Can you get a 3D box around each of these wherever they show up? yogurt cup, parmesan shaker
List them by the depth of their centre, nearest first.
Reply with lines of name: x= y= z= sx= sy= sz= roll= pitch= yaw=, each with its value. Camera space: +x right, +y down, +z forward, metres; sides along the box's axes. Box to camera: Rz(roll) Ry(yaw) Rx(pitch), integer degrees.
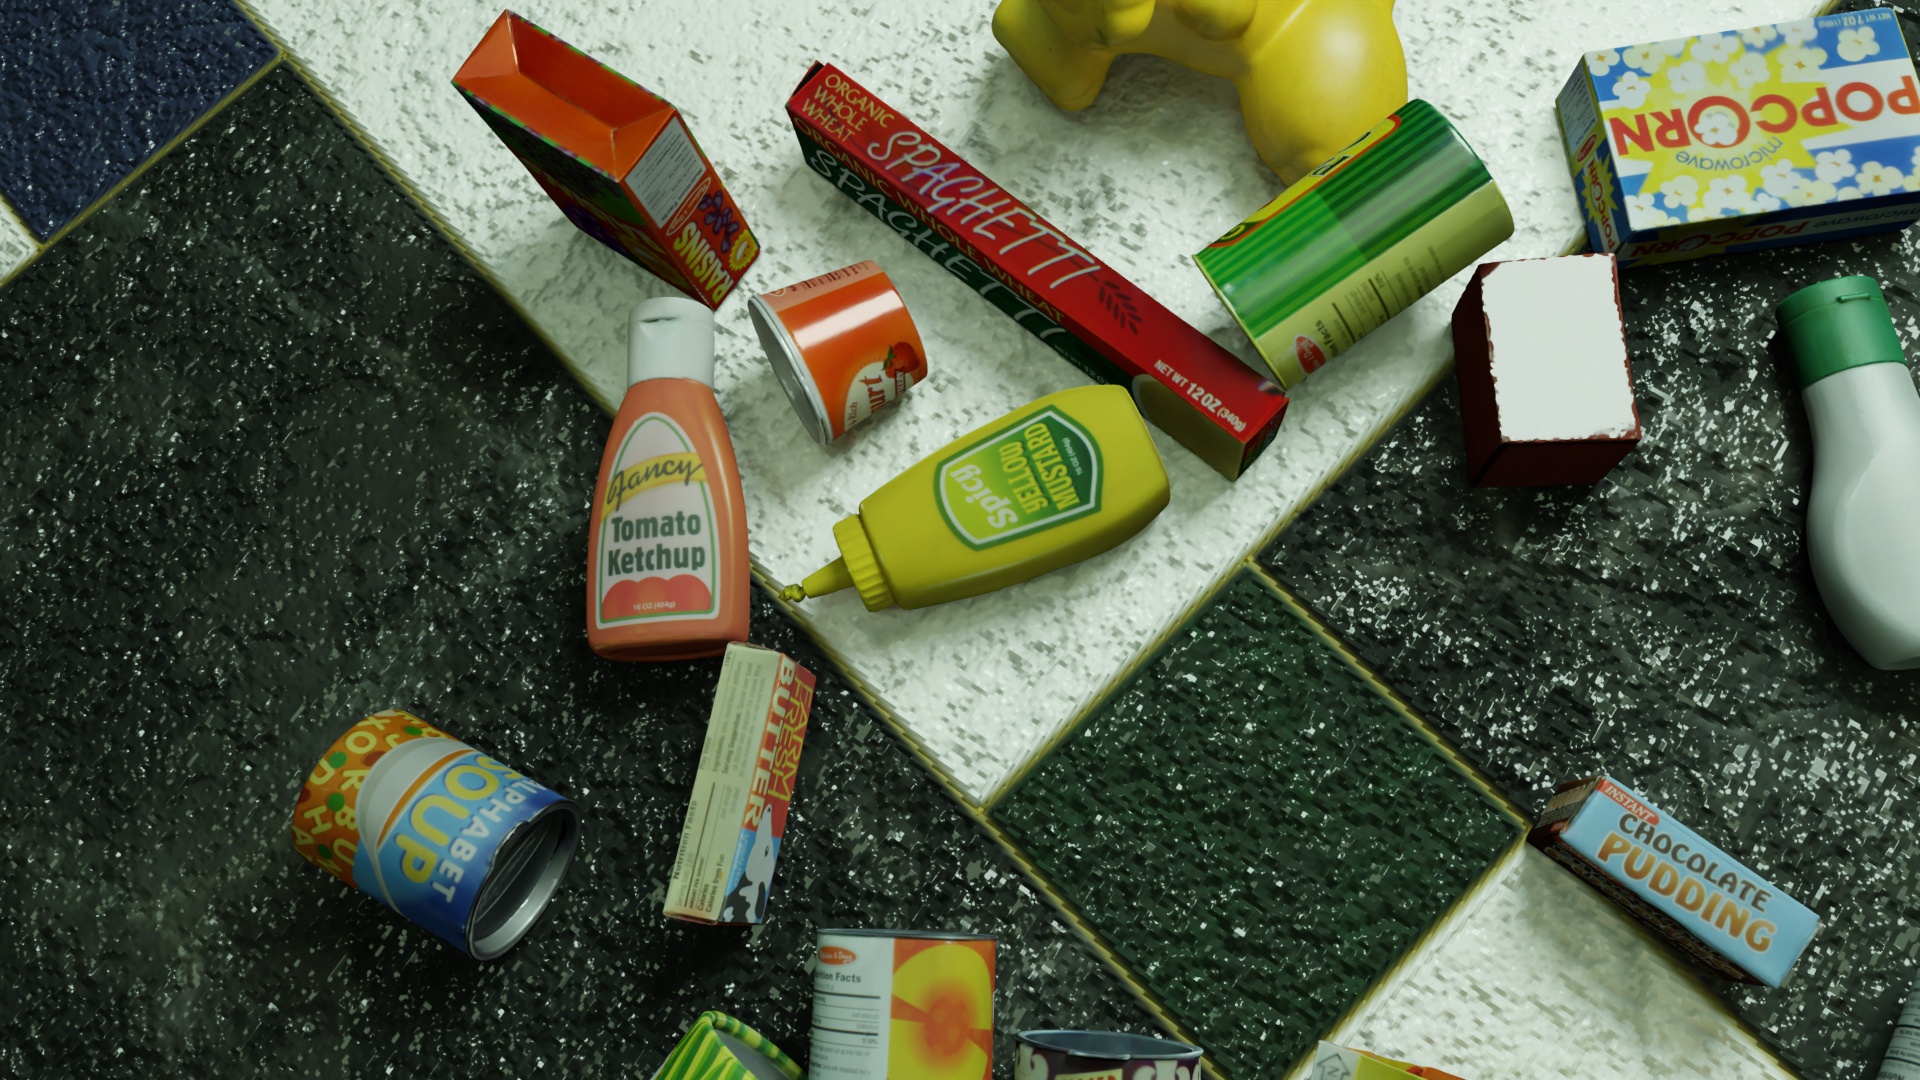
parmesan shaker: x=0.152 y=-0.114 z=0.543 sx=0.103 sy=0.071 sz=0.071 roll=-35 pitch=73 yaw=13
yogurt cup: x=-0.049 y=-0.080 z=0.574 sx=0.054 sy=0.072 sz=0.072 roll=-28 pitch=73 yaw=-10

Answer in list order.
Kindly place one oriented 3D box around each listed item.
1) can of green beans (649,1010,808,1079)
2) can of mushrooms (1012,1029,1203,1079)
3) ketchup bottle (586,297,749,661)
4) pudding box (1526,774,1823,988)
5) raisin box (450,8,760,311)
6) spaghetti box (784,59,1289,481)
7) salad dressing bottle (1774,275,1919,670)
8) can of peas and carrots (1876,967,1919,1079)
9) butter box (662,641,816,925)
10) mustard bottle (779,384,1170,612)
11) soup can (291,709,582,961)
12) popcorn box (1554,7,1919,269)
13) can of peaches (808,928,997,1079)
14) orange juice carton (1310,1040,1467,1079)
can of green beans: x=-0.084 y=0.211 z=0.493 sx=0.071 sy=0.071 sz=0.058 roll=37 pitch=81 yaw=14
can of mushrooms: x=0.050 y=0.191 z=0.482 sx=0.071 sy=0.071 sz=0.033 roll=3 pitch=77 yaw=7
ketchup bottle: x=-0.120 y=-0.026 z=0.576 sx=0.065 sy=0.043 sz=0.149 roll=-5 pitch=73 yaw=5
pudding box: x=0.250 y=0.119 z=0.491 sx=0.084 sy=0.049 sz=0.030 roll=36 pitch=83 yaw=14
raisin box: x=-0.140 y=-0.152 z=0.571 sx=0.086 sy=0.123 sz=0.040 roll=31 pitch=82 yaw=13
spaghetti box: x=0.026 y=-0.115 z=0.582 sx=0.250 sy=0.050 sz=0.029 roll=39 pitch=81 yaw=15
salad dressing bottle: x=0.349 y=-0.027 z=0.526 sx=0.064 sy=0.044 sz=0.148 roll=-8 pitch=73 yaw=6
can of peas and carrots: x=0.344 y=0.182 z=0.455 sx=0.071 sy=0.071 sz=0.059 roll=27 pitch=78 yaw=12
butter box: x=-0.083 y=0.094 z=0.532 sx=0.024 sy=0.053 sz=0.104 roll=8 pitch=75 yaw=11
mustard bottle: x=0.002 y=-0.007 z=0.554 sx=0.160 sy=0.048 sz=0.065 roll=-24 pitch=72 yaw=-1
soup can: x=-0.199 y=0.110 z=0.531 sx=0.084 sy=0.071 sz=0.071 roll=25 pitch=79 yaw=12
popcorn box: x=0.322 y=-0.164 z=0.570 sx=0.127 sy=0.038 sz=0.085 roll=-7 pitch=74 yaw=4
can of peaches: x=-0.018 y=0.170 z=0.498 sx=0.071 sy=0.071 sz=0.058 roll=1 pitch=75 yaw=6
orange juice carton: x=0.205 y=0.229 z=0.453 sx=0.193 sy=0.073 sz=0.072 roll=15 pitch=78 yaw=11
